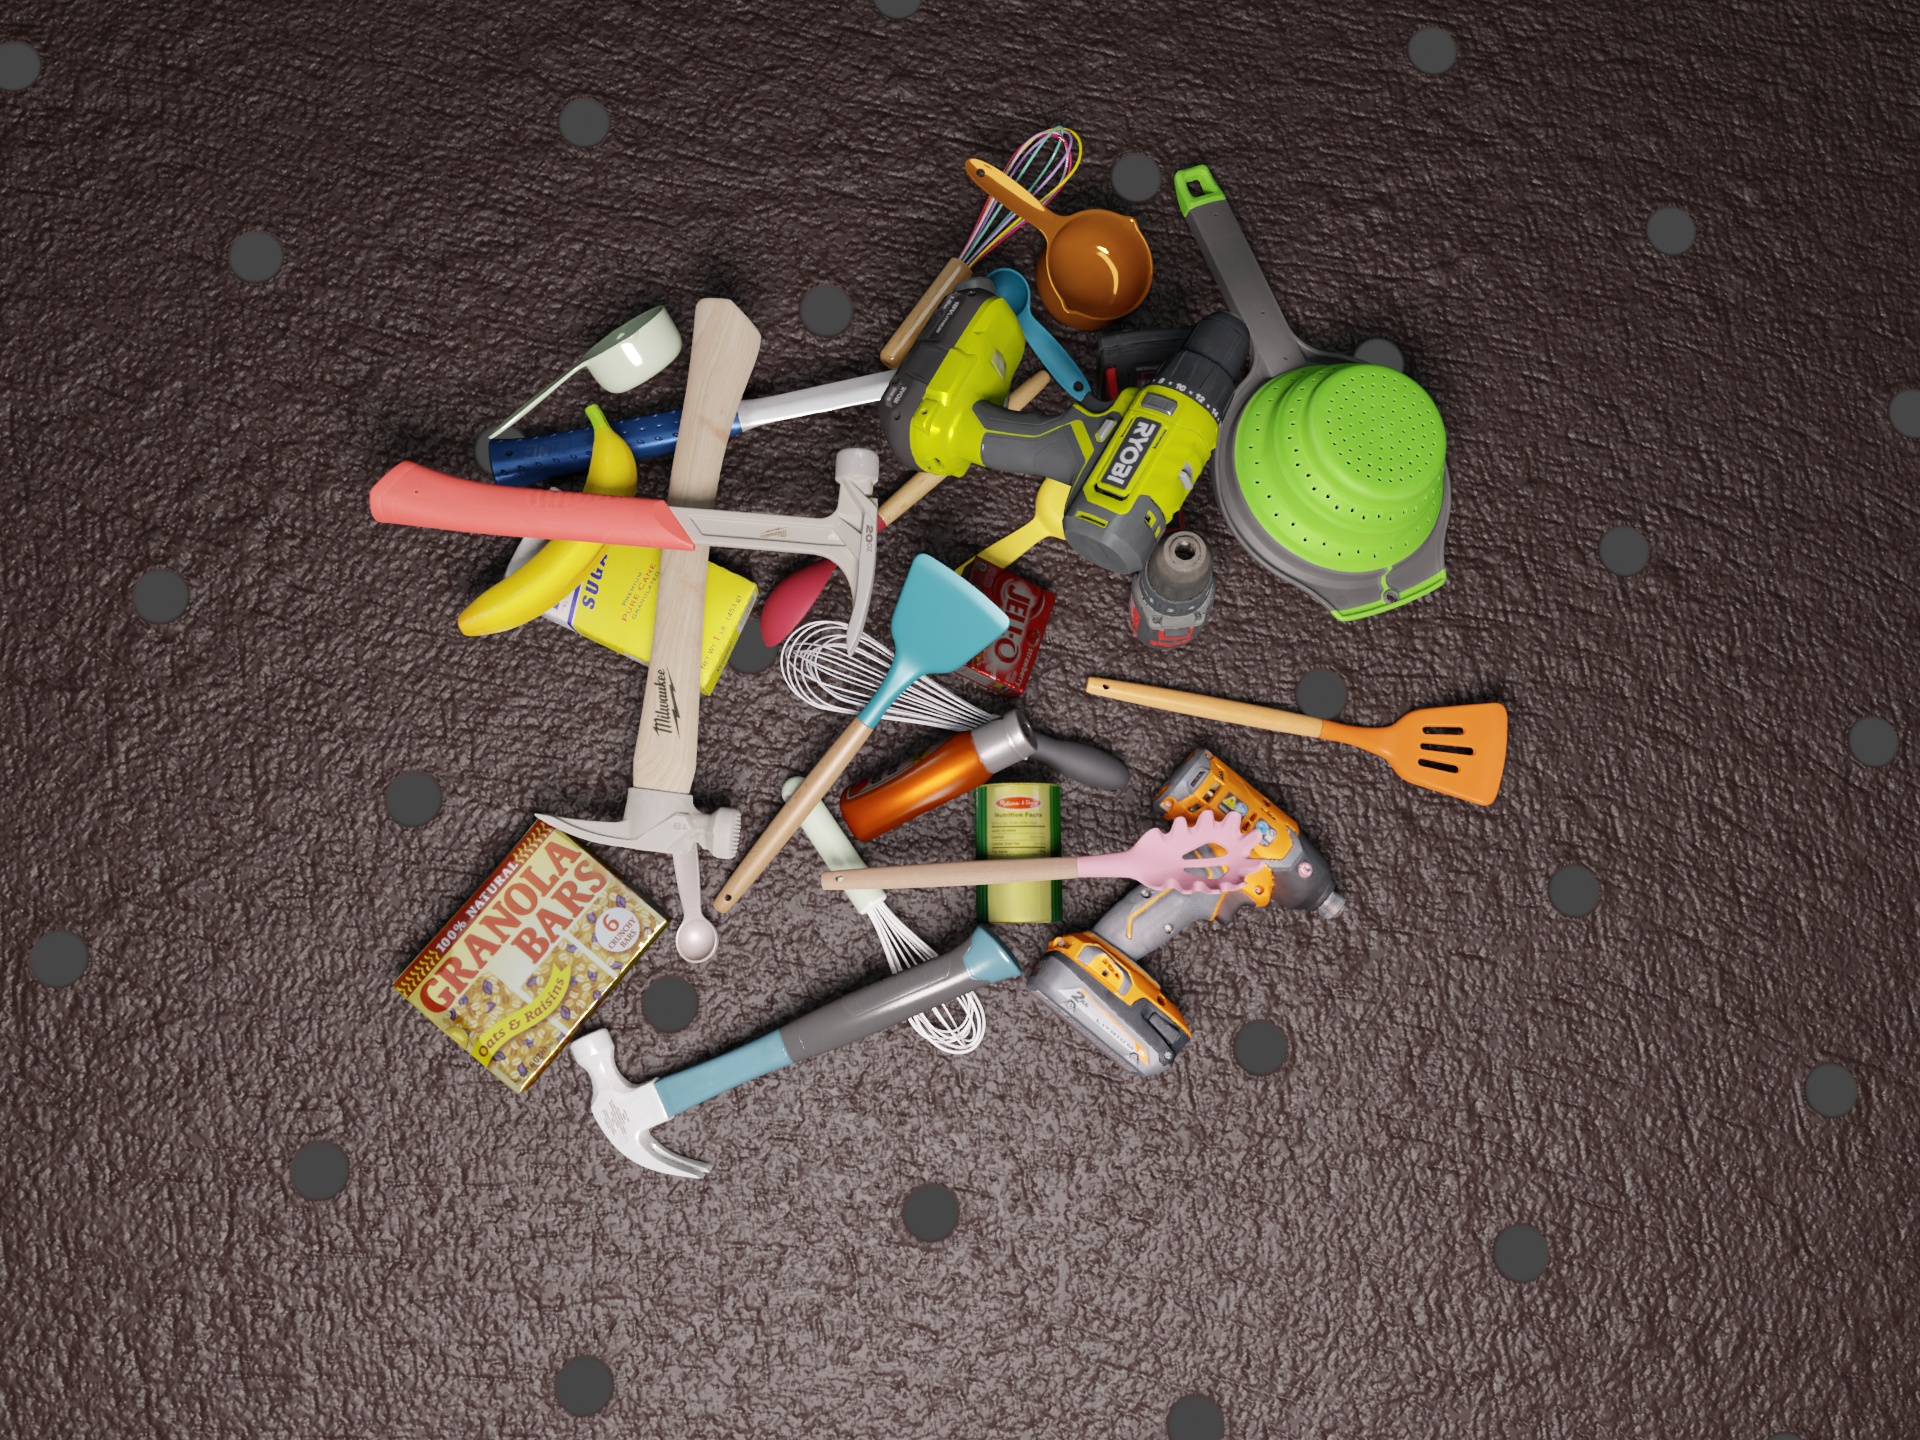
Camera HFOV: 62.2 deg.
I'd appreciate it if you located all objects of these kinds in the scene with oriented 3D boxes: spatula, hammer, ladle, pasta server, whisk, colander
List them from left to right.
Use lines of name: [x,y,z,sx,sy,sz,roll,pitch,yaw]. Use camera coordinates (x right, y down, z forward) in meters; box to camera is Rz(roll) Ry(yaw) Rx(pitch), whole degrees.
hammer: [-0.239,-0.133,1.139,0.359,0.036,0.149,5,84,0]
hammer: [-0.214,-0.109,1.174,0.146,0.038,0.411,6,85,0]
hammer: [-0.159,-0.231,1.223,0.405,0.035,0.144,-12,79,1]
hammer: [-0.114,0.229,1.155,0.331,0.033,0.128,-24,85,6]
spatula: [-0.088,0.022,1.164,0.082,0.044,0.317,38,101,-3]
whisk: [-0.060,0.145,1.198,0.059,0.057,0.246,-28,80,-41]
ladle: [-0.043,-0.172,1.237,0.315,0.069,0.031,-43,112,-13]
whisk: [-0.002,-0.003,1.215,0.284,0.070,0.070,21,82,-5]
whisk: [0.017,-0.379,1.270,0.047,0.051,0.245,37,85,-4]
pasta server: [0.056,0.105,1.141,0.316,0.040,0.060,-3,71,3]
spatula: [0.258,0.000,1.233,0.322,0.041,0.081,11,83,-1]
colander: [0.270,-0.278,1.231,0.204,0.094,0.397,-20,80,-17]

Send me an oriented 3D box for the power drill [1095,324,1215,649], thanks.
power drill: [0.150,-0.176,1.180,0.080,0.187,0.227,-5,79,2]

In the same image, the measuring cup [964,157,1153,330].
measuring cup: [0.070,-0.378,1.255,0.173,0.052,0.095,36,81,-7]

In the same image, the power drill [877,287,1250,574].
power drill: [0.075,-0.222,1.111,0.229,0.080,0.190,25,80,29]

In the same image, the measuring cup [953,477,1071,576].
measuring cup: [0.049,-0.144,1.245,0.156,0.029,0.062,-36,86,-7]

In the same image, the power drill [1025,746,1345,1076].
power drill: [0.174,0.154,1.190,0.164,0.084,0.226,39,78,2]

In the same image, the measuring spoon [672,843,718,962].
measuring spoon: [-0.202,0.122,1.206,0.034,0.018,0.124,-14,76,17]

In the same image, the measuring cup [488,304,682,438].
measuring cup: [-0.285,-0.255,1.219,0.167,0.083,0.038,-39,116,-8]

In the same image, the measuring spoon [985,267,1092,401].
measuring spoon: [0.065,-0.308,1.277,0.042,0.021,0.128,-37,95,25]
